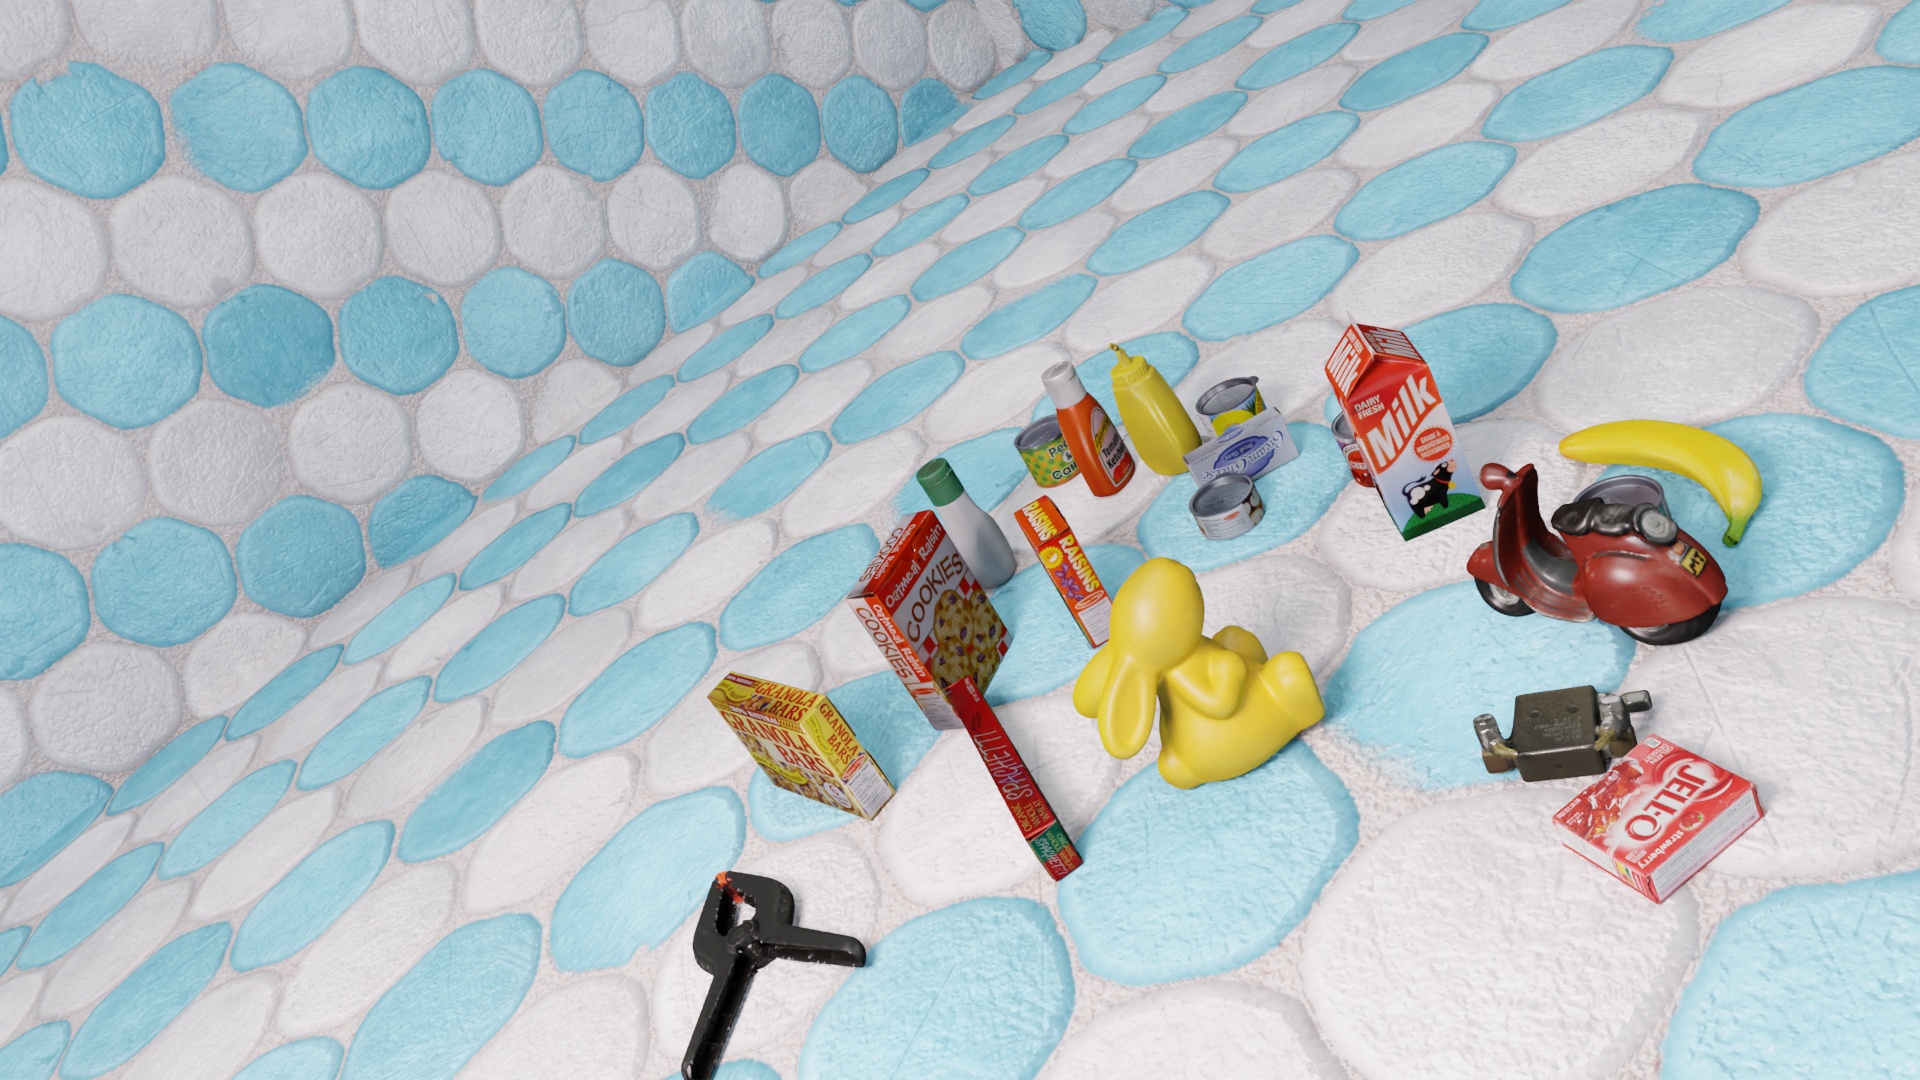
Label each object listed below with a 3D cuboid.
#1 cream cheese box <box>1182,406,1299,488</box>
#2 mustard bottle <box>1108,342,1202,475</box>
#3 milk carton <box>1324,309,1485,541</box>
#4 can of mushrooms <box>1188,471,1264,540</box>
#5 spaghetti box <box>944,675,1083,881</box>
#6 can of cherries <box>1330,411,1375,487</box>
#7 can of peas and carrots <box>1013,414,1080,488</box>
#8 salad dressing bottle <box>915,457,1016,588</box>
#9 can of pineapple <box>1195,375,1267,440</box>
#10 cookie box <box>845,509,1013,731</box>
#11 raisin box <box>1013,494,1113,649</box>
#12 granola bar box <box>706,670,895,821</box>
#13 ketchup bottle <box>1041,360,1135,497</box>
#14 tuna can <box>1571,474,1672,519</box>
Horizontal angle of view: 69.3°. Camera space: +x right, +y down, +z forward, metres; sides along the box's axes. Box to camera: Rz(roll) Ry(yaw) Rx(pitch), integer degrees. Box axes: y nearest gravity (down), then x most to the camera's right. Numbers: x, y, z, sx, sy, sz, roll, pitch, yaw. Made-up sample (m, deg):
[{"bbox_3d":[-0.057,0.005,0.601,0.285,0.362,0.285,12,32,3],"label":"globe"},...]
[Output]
[{"bbox_3d":[0.276,-0.083,1.367,0.104,0.053,0.024,-30,26,4],"label":"cream cheese box"},{"bbox_3d":[0.194,-0.141,1.435,0.065,0.159,0.049,-1,39,47],"label":"mustard bottle"},{"bbox_3d":[0.361,-0.101,1.151,0.073,0.190,0.073,-25,26,13],"label":"milk carton"},{"bbox_3d":[0.255,-0.033,1.325,0.071,0.033,0.071,-25,27,14],"label":"can of mushrooms"},{"bbox_3d":[0.039,0.190,1.147,0.029,0.050,0.251,-33,26,-2],"label":"spaghetti box"},{"bbox_3d":[0.378,-0.088,1.262,0.071,0.058,0.072,-25,27,14],"label":"can of cherries"},{"bbox_3d":[0.104,-0.101,1.577,0.071,0.058,0.071,-25,27,14],"label":"can of peas and carrots"},{"bbox_3d":[0.005,-0.018,1.436,0.044,0.147,0.064,-11,32,36],"label":"salad dressing bottle"},{"bbox_3d":[0.285,-0.127,1.429,0.071,0.057,0.071,-25,27,14],"label":"can of pineapple"},{"bbox_3d":[-0.024,0.073,1.285,0.040,0.167,0.123,-11,33,36],"label":"cookie box"},{"bbox_3d":[0.101,0.028,1.281,0.040,0.123,0.086,-31,26,2],"label":"raisin box"},{"bbox_3d":[-0.147,0.185,1.270,0.165,0.124,0.039,5,44,51],"label":"granola bar box"},{"bbox_3d":[0.133,-0.120,1.477,0.043,0.148,0.065,-7,35,41],"label":"ketchup bottle"},{"bbox_3d":[0.493,-0.016,1.040,0.071,0.032,0.071,-25,27,14],"label":"tuna can"}]
